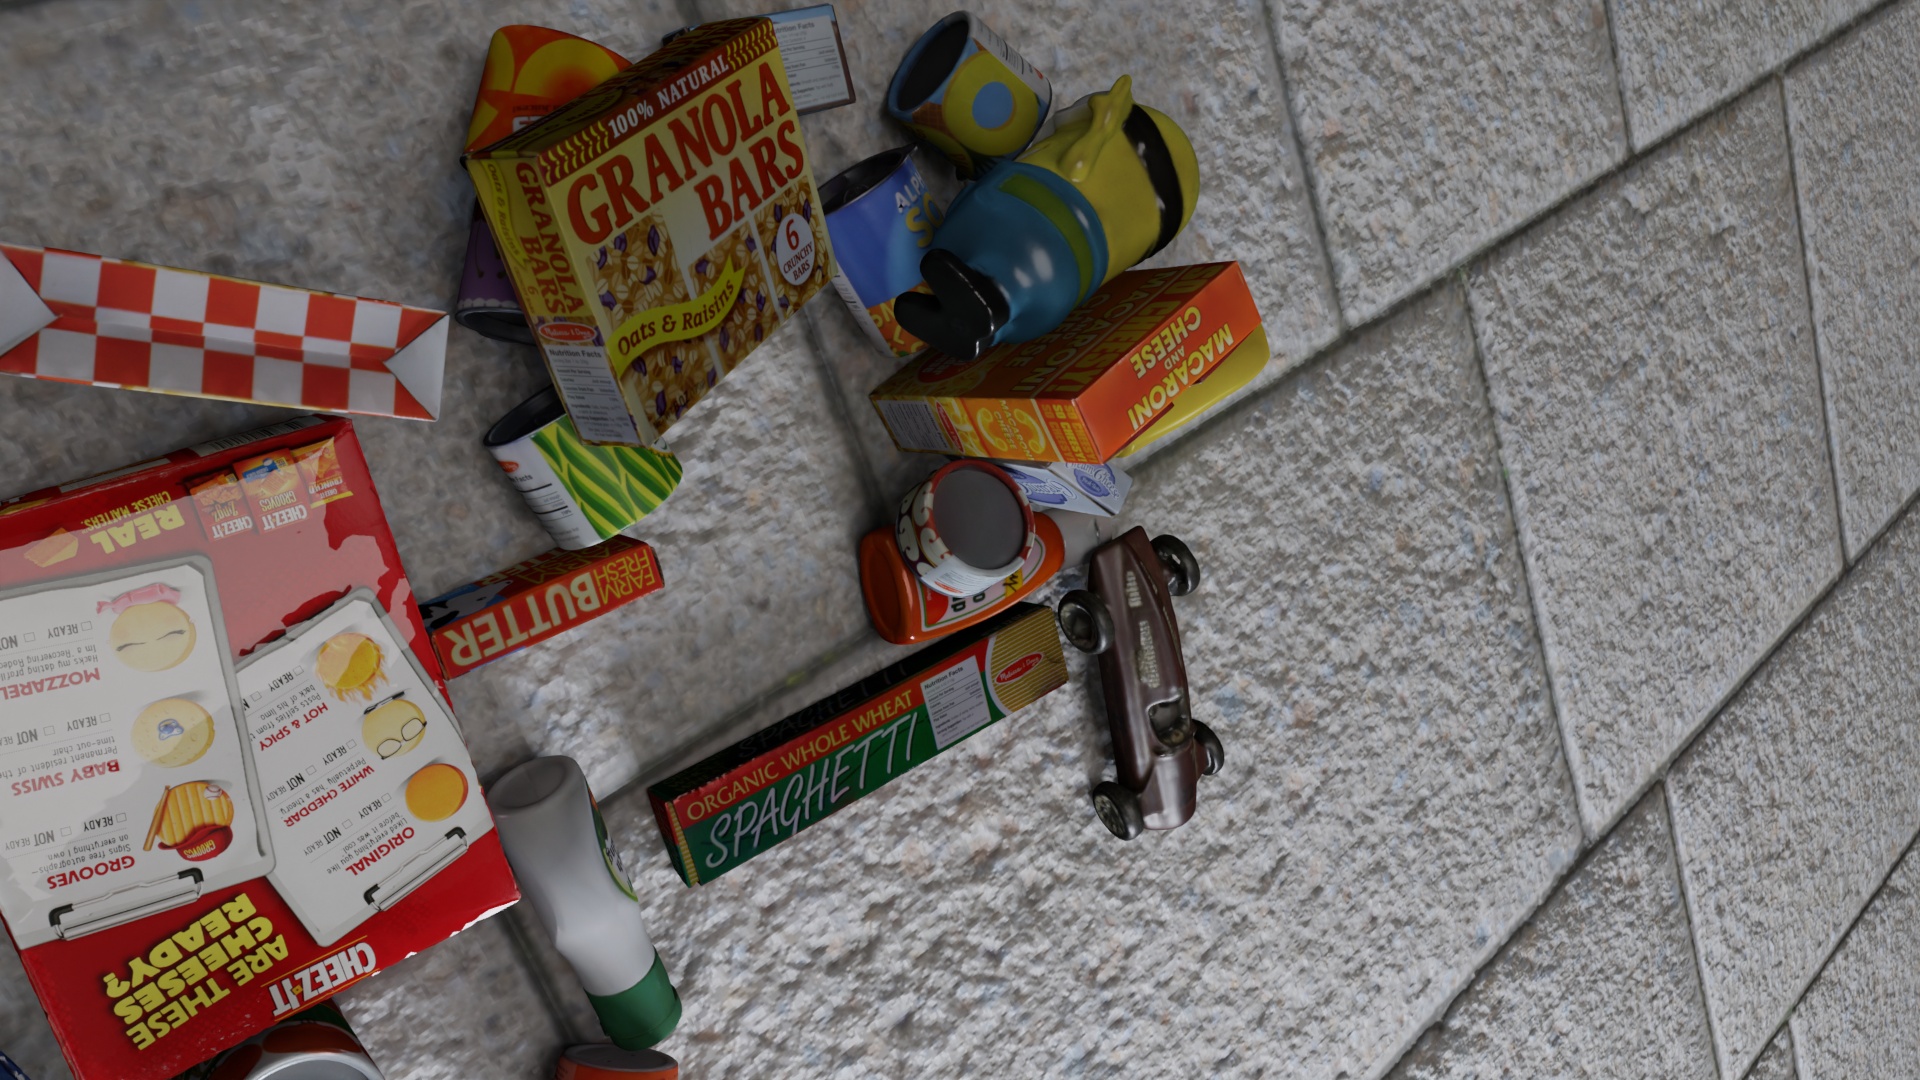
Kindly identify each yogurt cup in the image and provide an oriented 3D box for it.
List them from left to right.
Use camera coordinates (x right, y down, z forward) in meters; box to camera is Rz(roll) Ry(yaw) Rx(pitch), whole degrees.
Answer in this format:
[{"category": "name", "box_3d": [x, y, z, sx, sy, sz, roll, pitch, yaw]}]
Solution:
[{"category": "yogurt cup", "box_3d": [-0.163, 0.268, 0.647, 0.072, 0.072, 0.054, 15, 78, -36]}]

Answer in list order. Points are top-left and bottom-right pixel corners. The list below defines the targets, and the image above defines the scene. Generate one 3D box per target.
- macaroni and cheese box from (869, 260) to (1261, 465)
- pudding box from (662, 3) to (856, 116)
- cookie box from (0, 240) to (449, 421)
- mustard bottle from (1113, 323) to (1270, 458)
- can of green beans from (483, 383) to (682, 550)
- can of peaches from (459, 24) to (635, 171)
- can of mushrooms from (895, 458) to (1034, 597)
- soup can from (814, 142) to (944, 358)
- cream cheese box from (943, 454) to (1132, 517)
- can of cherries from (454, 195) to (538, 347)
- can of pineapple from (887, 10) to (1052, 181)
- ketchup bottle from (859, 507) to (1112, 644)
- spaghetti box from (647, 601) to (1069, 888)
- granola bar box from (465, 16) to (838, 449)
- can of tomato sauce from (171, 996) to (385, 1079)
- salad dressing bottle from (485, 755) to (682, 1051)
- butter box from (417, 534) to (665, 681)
[{"category": "macaroni and cheese box", "box_3d": [0.050, -0.090, 0.703, 0.124, 0.166, 0.040, -41, 118, -26]}, {"category": "pudding box", "box_3d": [-0.096, -0.226, 0.668, 0.084, 0.030, 0.049, -24, 109, -32]}, {"category": "cookie box", "box_3d": [-0.263, -0.072, 0.476, 0.123, 0.167, 0.040, 4, 95, -37]}, {"category": "mustard bottle", "box_3d": [0.109, -0.085, 0.815, 0.161, 0.065, 0.048, -34, 108, -23]}, {"category": "can of green beans", "box_3d": [-0.165, -0.037, 0.613, 0.071, 0.071, 0.057, -42, 118, -25]}, {"category": "can of peaches", "box_3d": [-0.172, -0.179, 0.592, 0.071, 0.071, 0.058, 16, 84, -36]}, {"category": "can of mushrooms", "box_3d": [0.003, -0.009, 0.714, 0.071, 0.033, 0.071, 12, 65, -27]}, {"category": "soup can", "box_3d": [-0.032, -0.145, 0.698, 0.071, 0.071, 0.083, -46, 119, -24]}, {"category": "cream cheese box", "box_3d": [0.038, -0.040, 0.739, 0.053, 0.104, 0.024, 33, 79, -33]}, {"category": "can of cherries", "box_3d": [-0.180, -0.117, 0.595, 0.071, 0.071, 0.058, 11, 83, -36]}, {"category": "can of pineapple", "box_3d": [0.003, -0.228, 0.720, 0.058, 0.071, 0.071, 31, 77, -34]}, {"category": "ketchup bottle", "box_3d": [0.017, 0.010, 0.766, 0.149, 0.043, 0.064, -15, 96, -35]}, {"category": "spaghetti box", "box_3d": [-0.046, 0.101, 0.737, 0.251, 0.028, 0.050, -24, 108, -32]}, {"category": "granola bar box", "box_3d": [-0.120, -0.133, 0.586, 0.166, 0.039, 0.123, -55, 140, -46]}, {"category": "can of tomato sauce", "box_3d": [-0.271, 0.217, 0.549, 0.071, 0.083, 0.071, -4, 98, -36]}, {"category": "salad dressing bottle", "box_3d": [-0.169, 0.169, 0.637, 0.044, 0.064, 0.147, -26, 118, -19]}, {"category": "butter box", "box_3d": [-0.188, 0.026, 0.611, 0.104, 0.053, 0.024, -25, 111, -32]}]
